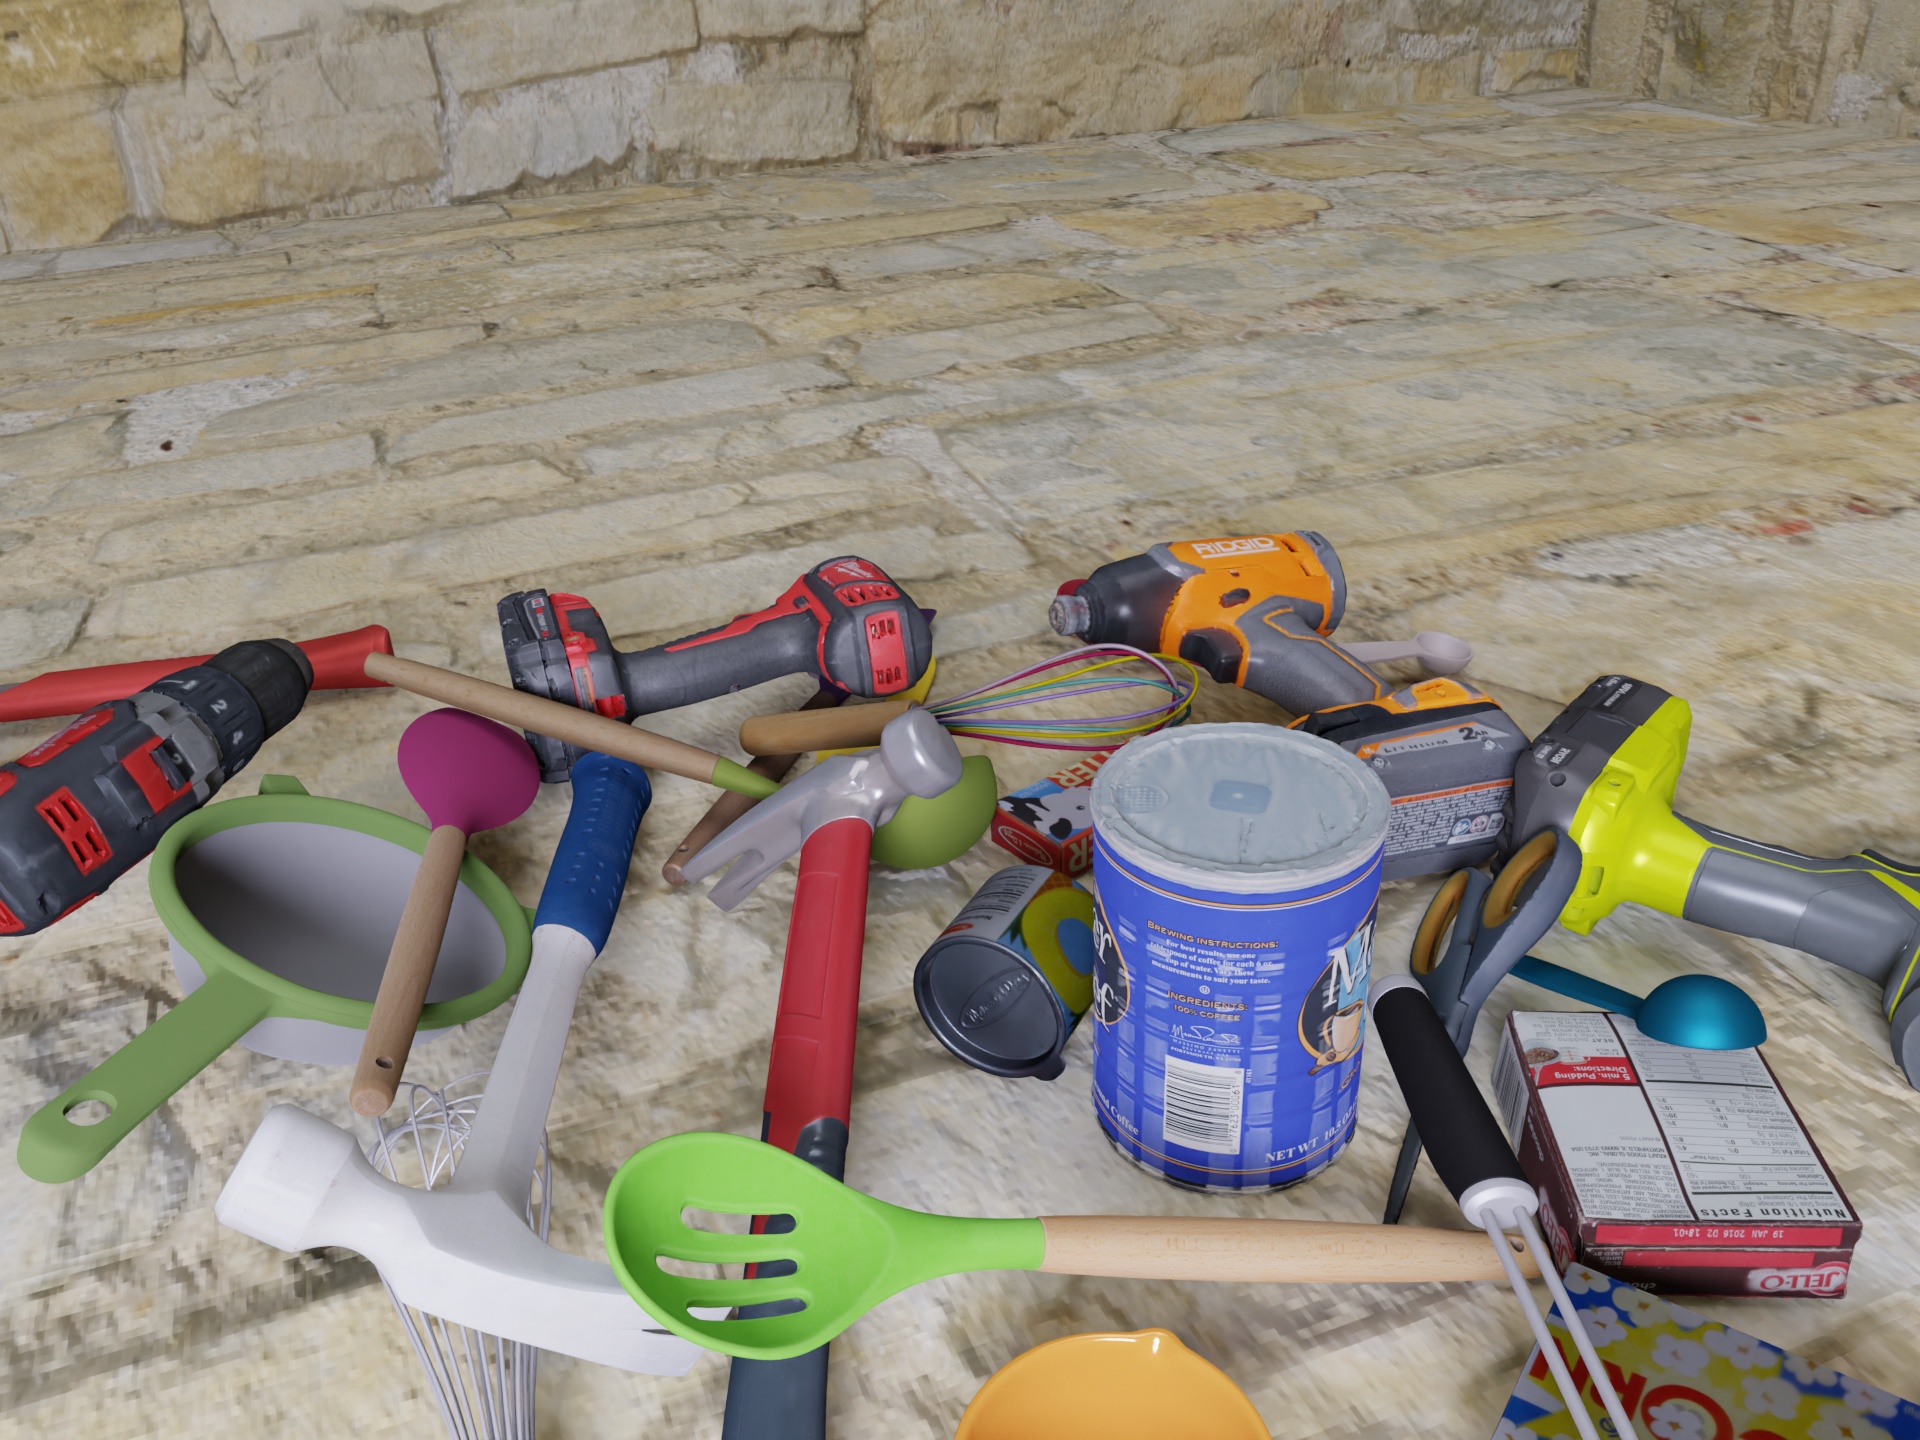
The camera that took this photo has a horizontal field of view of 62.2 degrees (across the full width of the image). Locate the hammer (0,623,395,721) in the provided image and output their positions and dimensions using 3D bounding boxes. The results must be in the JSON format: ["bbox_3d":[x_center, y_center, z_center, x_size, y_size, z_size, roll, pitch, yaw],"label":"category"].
[{"bbox_3d":[-0.514,-0.013,0.922,0.359,0.036,0.149,-6,29,-6],"label":"hammer"}]

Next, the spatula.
[{"bbox_3d":[-0.087,0.001,0.878,0.060,0.018,0.316,0,27,20],"label":"spatula"}]

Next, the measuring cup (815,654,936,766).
[{"bbox_3d":[-0.038,-0.010,0.881,0.062,0.029,0.157,4,31,12],"label":"measuring cup"}]

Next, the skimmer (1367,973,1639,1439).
[{"bbox_3d":[0.171,0.147,0.427,0.127,0.090,0.363,3,22,-2],"label":"skimmer"}]

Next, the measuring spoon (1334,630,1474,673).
[{"bbox_3d":[0.234,-0.033,0.900,0.124,0.018,0.034,-5,34,-20],"label":"measuring spoon"}]

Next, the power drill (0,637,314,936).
[{"bbox_3d":[-0.409,0.036,0.699,0.227,0.080,0.188,-15,23,25],"label":"power drill"}]

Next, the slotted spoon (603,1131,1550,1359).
[{"bbox_3d":[0.047,0.163,0.486,0.313,0.031,0.070,7,39,-18],"label":"slotted spoon"}]

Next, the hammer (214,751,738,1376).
[{"bbox_3d":[-0.150,0.096,0.616,0.144,0.035,0.406,30,12,-14],"label":"hammer"}]

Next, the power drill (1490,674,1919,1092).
[{"bbox_3d":[0.366,0.059,0.677,0.229,0.080,0.190,23,38,34],"label":"power drill"}]

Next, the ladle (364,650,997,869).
[{"bbox_3d":[-0.138,0.005,0.769,0.320,0.062,0.078,16,-10,8],"label":"ladle"}]

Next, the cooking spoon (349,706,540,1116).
[{"bbox_3d":[-0.218,0.062,0.667,0.068,0.017,0.319,23,18,-18],"label":"cooking spoon"}]

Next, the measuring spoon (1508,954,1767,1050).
[{"bbox_3d":[0.245,0.096,0.601,0.042,0.021,0.129,-4,8,-23],"label":"measuring spoon"}]

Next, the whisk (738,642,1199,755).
[{"bbox_3d":[0.000,-0.004,0.774,0.245,0.047,0.051,-6,-19,26],"label":"whisk"}]

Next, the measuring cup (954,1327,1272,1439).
[{"bbox_3d":[0.081,0.227,0.421,0.174,0.052,0.095,11,31,19],"label":"measuring cup"}]

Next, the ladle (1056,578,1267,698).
[{"bbox_3d":[0.179,-0.019,0.885,0.316,0.031,0.069,25,33,37],"label":"ladle"}]

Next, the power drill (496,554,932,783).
[{"bbox_3d":[-0.137,-0.042,0.882,0.219,0.078,0.143,-13,24,-14],"label":"power drill"}]

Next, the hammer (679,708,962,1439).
[{"bbox_3d":[-0.066,0.148,0.561,0.143,0.038,0.387,-33,29,22],"label":"hammer"}]

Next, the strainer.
[{"bbox_3d":[-0.266,0.113,0.603,0.151,0.069,0.256,27,20,0],"label":"strainer"}]

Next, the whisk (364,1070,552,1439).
[{"bbox_3d":[-0.140,0.209,0.472,0.070,0.070,0.285,-13,35,-18],"label":"whisk"}]

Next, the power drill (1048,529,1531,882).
[{"bbox_3d":[0.152,-0.017,0.787,0.164,0.084,0.227,-8,38,-20],"label":"power drill"}]
